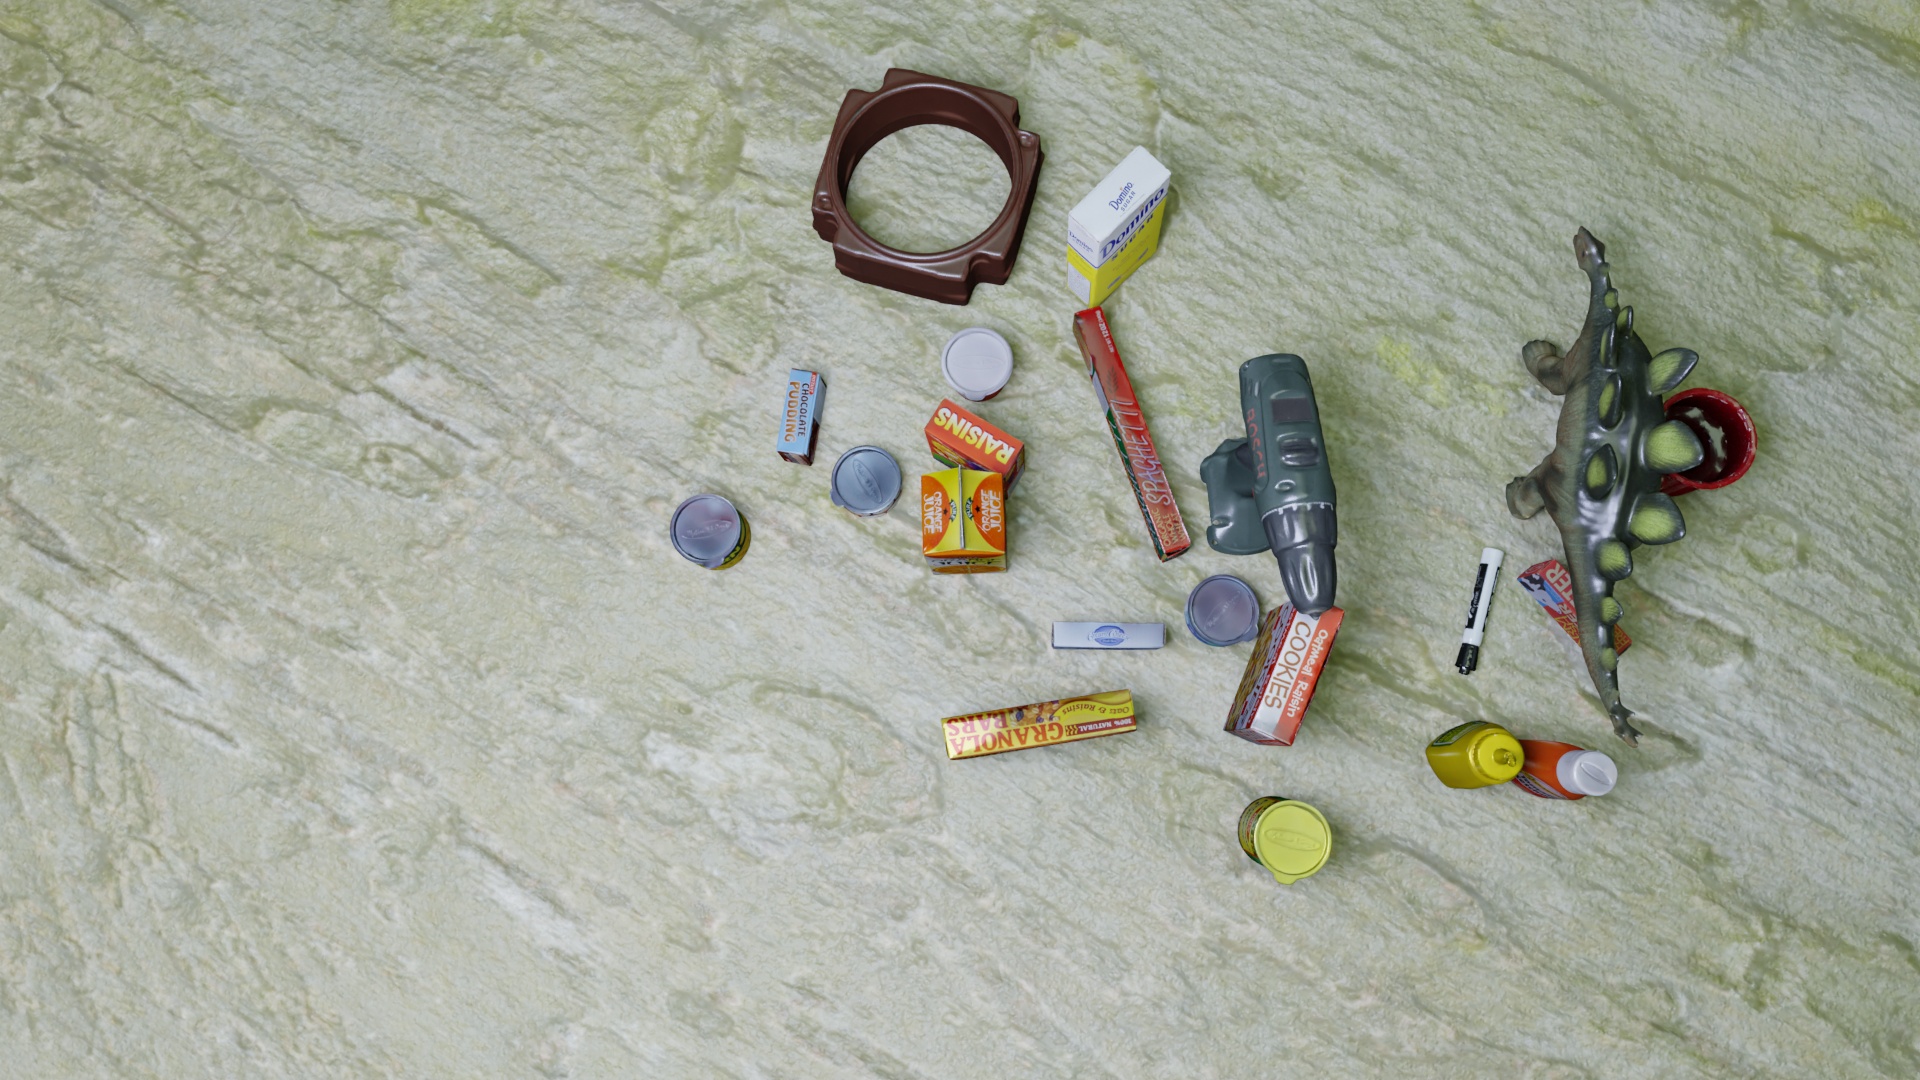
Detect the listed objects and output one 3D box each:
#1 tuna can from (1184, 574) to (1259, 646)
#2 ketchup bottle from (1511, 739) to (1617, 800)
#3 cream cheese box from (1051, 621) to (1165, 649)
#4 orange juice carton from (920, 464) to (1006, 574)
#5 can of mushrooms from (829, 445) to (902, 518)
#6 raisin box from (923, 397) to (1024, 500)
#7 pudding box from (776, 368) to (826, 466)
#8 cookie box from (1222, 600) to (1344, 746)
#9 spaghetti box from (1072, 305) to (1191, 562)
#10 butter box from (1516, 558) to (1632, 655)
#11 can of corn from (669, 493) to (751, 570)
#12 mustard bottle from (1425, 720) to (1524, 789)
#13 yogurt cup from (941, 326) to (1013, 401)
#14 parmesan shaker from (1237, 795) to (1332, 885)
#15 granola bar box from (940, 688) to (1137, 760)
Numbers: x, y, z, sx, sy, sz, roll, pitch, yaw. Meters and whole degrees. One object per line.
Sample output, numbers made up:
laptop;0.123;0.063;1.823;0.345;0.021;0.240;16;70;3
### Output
tuna can;0.245;0.068;1.297;0.071;0.033;0.071;0;81;2
ketchup bottle;0.522;0.200;1.207;0.065;0.148;0.043;34;85;7
cream cheese box;0.136;0.089;1.288;0.104;0.053;0.024;1;82;2
orange juice carton;0.004;-0.016;1.239;0.073;0.192;0.072;-1;82;2
can of mushrooms;-0.091;-0.054;1.329;0.071;0.033;0.071;0;81;2
raisin box;0.014;-0.083;1.284;0.086;0.123;0.040;31;84;6
pudding box;-0.152;-0.118;1.333;0.030;0.049;0.084;8;82;4
cookie box;0.282;0.117;1.220;0.040;0.167;0.123;22;83;5
spaghetti box;0.161;-0.100;1.318;0.029;0.050;0.250;-20;81;-1
butter box;0.563;0.064;1.275;0.024;0.053;0.103;-40;82;-3
can of corn;-0.235;-0.005;1.315;0.071;0.058;0.071;0;81;2
mustard bottle;0.454;0.186;1.206;0.065;0.160;0.049;-30;82;-2
yogurt cup;0.017;-0.165;1.332;0.072;0.054;0.072;0;81;2
parmesan shaker;0.284;0.264;1.230;0.071;0.103;0.071;0;82;2
granola bar box;0.070;0.166;1.243;0.166;0.124;0.039;-9;82;1
